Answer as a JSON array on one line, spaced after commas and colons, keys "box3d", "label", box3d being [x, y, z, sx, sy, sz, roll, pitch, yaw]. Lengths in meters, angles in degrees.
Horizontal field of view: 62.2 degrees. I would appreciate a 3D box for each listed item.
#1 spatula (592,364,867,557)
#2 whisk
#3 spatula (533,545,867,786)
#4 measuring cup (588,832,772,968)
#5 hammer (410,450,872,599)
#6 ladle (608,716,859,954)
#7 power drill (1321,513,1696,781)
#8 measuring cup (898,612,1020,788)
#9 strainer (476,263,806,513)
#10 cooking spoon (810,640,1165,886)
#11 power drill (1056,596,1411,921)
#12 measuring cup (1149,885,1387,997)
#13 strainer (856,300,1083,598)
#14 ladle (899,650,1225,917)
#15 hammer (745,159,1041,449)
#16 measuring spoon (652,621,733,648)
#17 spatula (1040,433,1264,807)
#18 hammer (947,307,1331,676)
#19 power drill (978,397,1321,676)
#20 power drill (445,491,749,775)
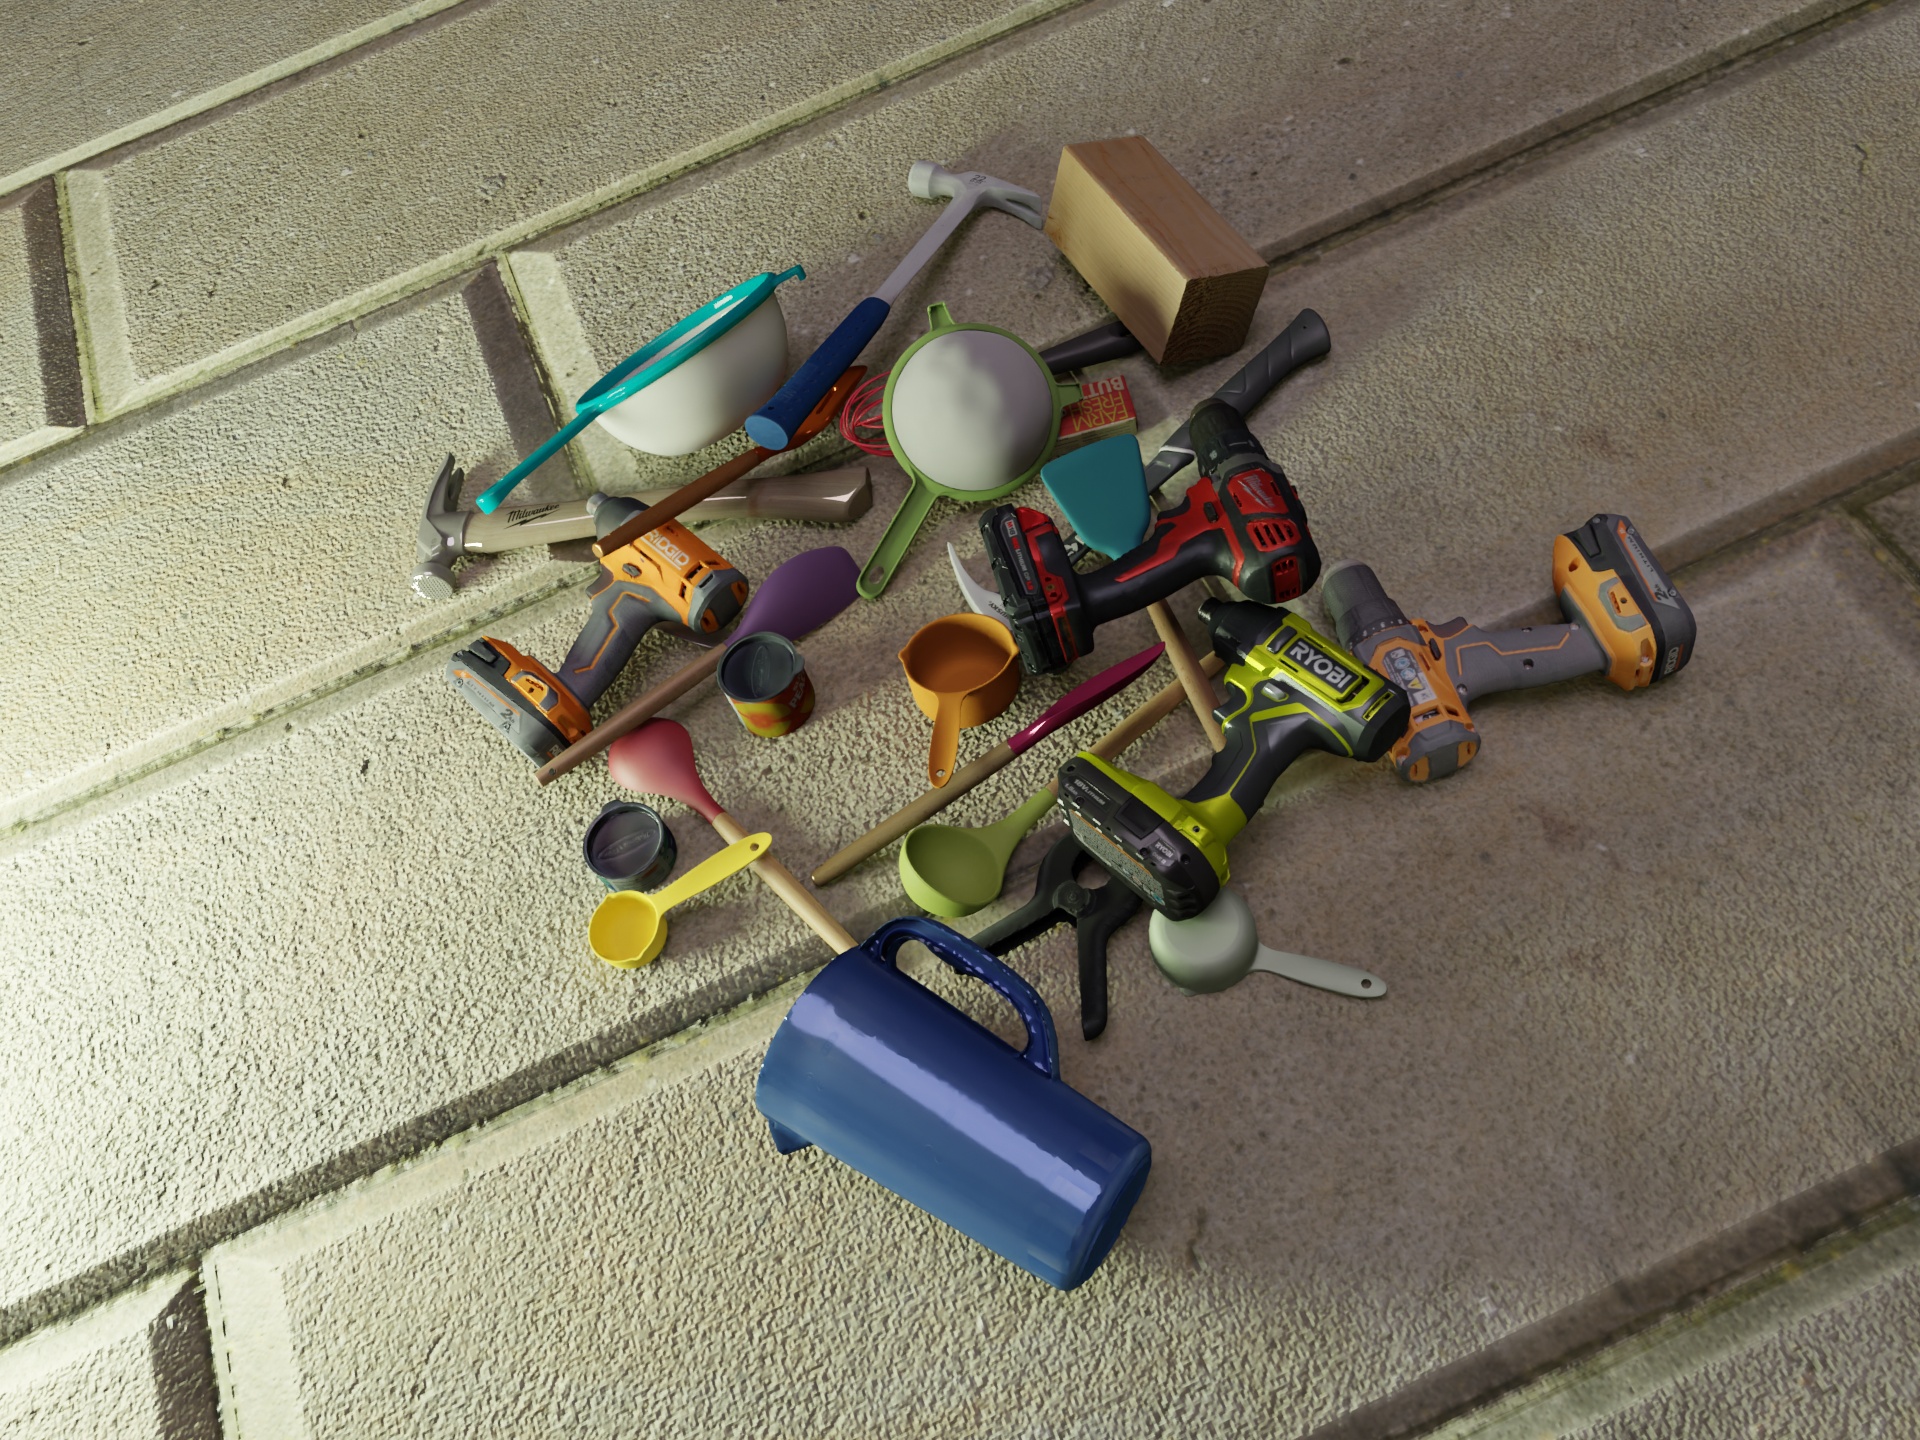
[{"box3d": [-0.195, -0.221, 1.346, 0.081, 0.041, 0.323, 0, 30, 41], "label": "spatula"}, {"box3d": [0.035, -0.298, 1.392, 0.296, 0.073, 0.073, -20, 58, -8], "label": "whisk"}, {"box3d": [-0.210, -0.044, 1.285, 0.316, 0.018, 0.059, -37, 100, -18], "label": "spatula"}, {"box3d": [-0.206, 0.133, 1.200, 0.156, 0.029, 0.062, -32, 60, -5], "label": "measuring cup"}, {"box3d": [-0.281, -0.194, 1.406, 0.410, 0.038, 0.146, -5, 58, 8], "label": "hammer"}, {"box3d": [-0.170, 0.093, 1.223, 0.069, 0.031, 0.316, -43, 63, -13], "label": "ladle"}, {"box3d": [0.392, -0.073, 1.173, 0.226, 0.084, 0.186, -22, 58, 4], "label": "power drill"}, {"box3d": [-0.002, -0.004, 1.212, 0.095, 0.052, 0.174, -2, 49, 12], "label": "measuring cup"}, {"box3d": [-0.265, -0.256, 1.370, 0.211, 0.095, 0.340, -2, 39, 53], "label": "strainer"}, {"box3d": [0.018, 0.034, 1.164, 0.319, 0.069, 0.017, -34, 98, 13], "label": "cooking spoon"}, {"box3d": [0.180, 0.017, 1.121, 0.223, 0.080, 0.171, -43, 59, -14], "label": "power drill"}, {"box3d": [0.210, 0.158, 1.096, 0.168, 0.038, 0.083, 13, 64, 21], "label": "measuring cup"}, {"box3d": [-0.015, -0.215, 1.308, 0.151, 0.069, 0.256, 30, 86, -3], "label": "strainer"}, {"box3d": [0.087, 0.035, 1.186, 0.320, 0.062, 0.078, -38, 68, -14], "label": "ladle"}, {"box3d": [-0.064, -0.378, 1.426, 0.144, 0.035, 0.406, 19, 54, 20], "label": "hammer"}, {"box3d": [-0.241, -0.078, 1.346, 0.124, 0.018, 0.034, 16, 72, 13], "label": "measuring spoon"}, {"box3d": [0.157, -0.074, 1.209, 0.082, 0.044, 0.318, -21, 66, -5], "label": "spatula"}, {"box3d": [0.163, -0.211, 1.325, 0.409, 0.036, 0.149, -43, 60, -14], "label": "hammer"}, {"box3d": [0.133, -0.142, 1.171, 0.226, 0.080, 0.188, -18, 52, 4], "label": "power drill"}, {"box3d": [-0.306, -0.082, 1.305, 0.164, 0.084, 0.226, 39, 76, 20], "label": "power drill"}]
